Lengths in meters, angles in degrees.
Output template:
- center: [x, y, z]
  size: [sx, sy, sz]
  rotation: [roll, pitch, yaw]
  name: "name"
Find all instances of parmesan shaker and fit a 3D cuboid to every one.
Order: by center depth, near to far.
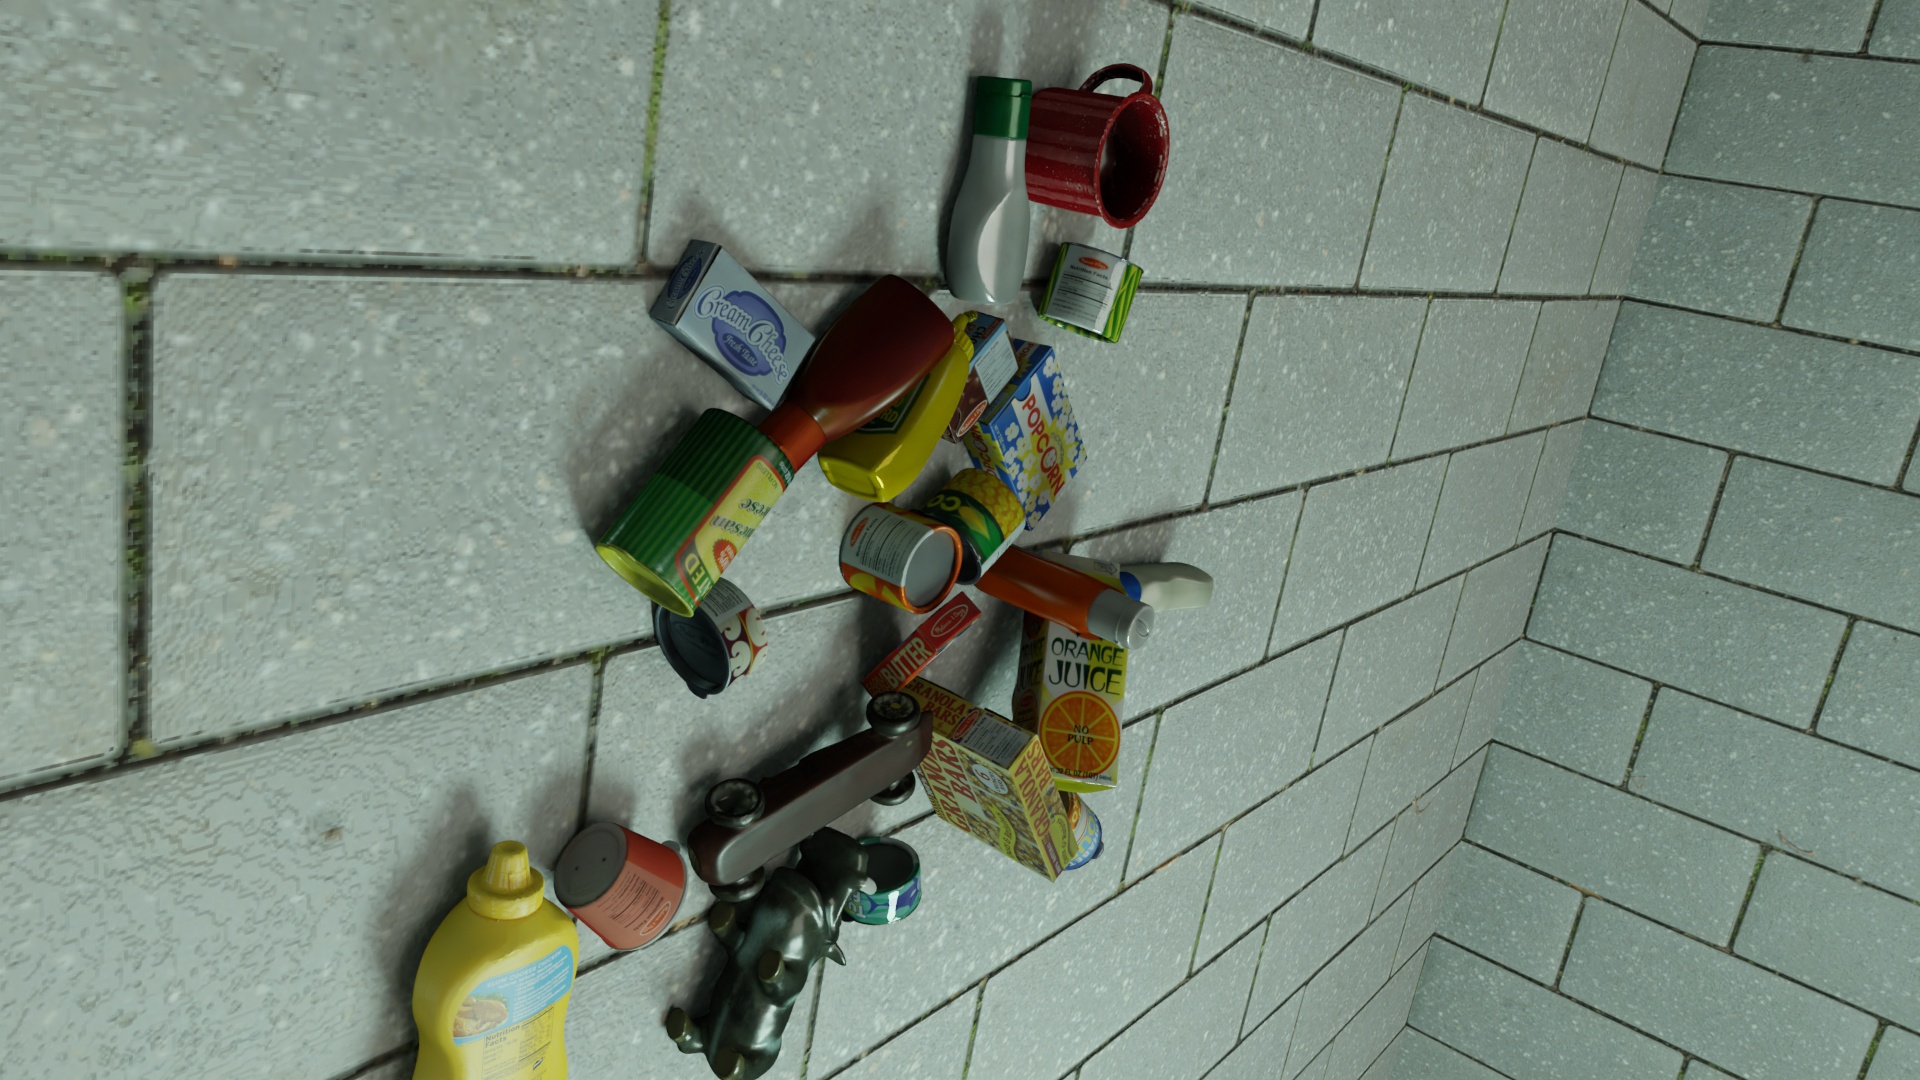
- center: [-0.150, -0.018, 0.789]
  size: [0.103, 0.071, 0.071]
  rotation: [-55, 144, -19]
  name: "parmesan shaker"

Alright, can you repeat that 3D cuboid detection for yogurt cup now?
- center: [-0.206, 0.205, 0.835]
  size: [0.072, 0.072, 0.053]
  rotation: [-56, 136, -18]
  name: "yogurt cup"

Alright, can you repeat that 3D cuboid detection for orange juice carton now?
- center: [0.090, 0.105, 1.137]
  size: [0.072, 0.073, 0.193]
  rotation: [11, 74, -14]
  name: "orange juice carton"

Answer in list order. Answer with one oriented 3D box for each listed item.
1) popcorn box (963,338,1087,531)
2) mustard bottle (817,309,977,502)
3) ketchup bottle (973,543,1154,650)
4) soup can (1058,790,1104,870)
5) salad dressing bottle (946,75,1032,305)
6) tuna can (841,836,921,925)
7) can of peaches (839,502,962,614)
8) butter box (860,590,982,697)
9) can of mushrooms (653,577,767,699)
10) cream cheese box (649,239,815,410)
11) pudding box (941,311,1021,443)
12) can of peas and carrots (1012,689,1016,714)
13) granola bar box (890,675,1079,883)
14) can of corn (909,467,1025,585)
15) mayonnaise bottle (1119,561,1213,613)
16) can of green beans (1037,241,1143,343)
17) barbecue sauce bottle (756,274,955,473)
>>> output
- center: [0.048, -0.079, 1.060]
  size: [0.085, 0.038, 0.126]
  rotation: [-51, 143, -23]
  name: "popcorn box"
- center: [-0.032, -0.099, 0.919]
  size: [0.161, 0.065, 0.048]
  rotation: [-59, 150, -26]
  name: "mustard bottle"
- center: [0.077, 0.042, 1.066]
  size: [0.043, 0.149, 0.064]
  rotation: [-60, 145, -10]
  name: "ketchup bottle"
- center: [0.088, 0.257, 1.265]
  size: [0.071, 0.071, 0.083]
  rotation: [-58, 145, -16]
  name: "soup can"
- center: [0.023, -0.236, 0.937]
  size: [0.064, 0.044, 0.147]
  rotation: [-17, 119, -49]
  name: "salad dressing bottle"
- center: [-0.065, 0.260, 1.059]
  size: [0.071, 0.071, 0.032]
  rotation: [-31, 130, -43]
  name: "tuna can"
- center: [-0.039, 0.013, 0.969]
  size: [0.071, 0.058, 0.071]
  rotation: [-30, 130, -43]
  name: "can of peaches"
- center: [-0.029, 0.079, 0.998]
  size: [0.053, 0.024, 0.103]
  rotation: [-37, 175, -39]
  name: "butter box"
- center: [-0.149, 0.058, 0.832]
  size: [0.033, 0.071, 0.070]
  rotation: [-33, 132, -43]
  name: "can of mushrooms"
- center: [-0.129, -0.123, 0.801]
  size: [0.053, 0.024, 0.103]
  rotation: [-63, 146, -10]
  name: "cream cheese box"
- center: [0.004, -0.116, 0.986]
  size: [0.084, 0.030, 0.049]
  rotation: [-52, 144, -23]
  name: "pudding box"
- center: [0.086, 0.144, 1.214]
  size: [0.071, 0.059, 0.070]
  rotation: [-30, 131, -42]
  name: "can of peas and carrots"
- center: [0.019, 0.185, 1.082]
  size: [0.039, 0.124, 0.164]
  rotation: [-49, 142, -26]
  name: "granola bar box"
- center: [0.004, -0.013, 1.011]
  size: [0.058, 0.071, 0.070]
  rotation: [-46, 140, -31]
  name: "can of corn"
- center: [0.172, 0.045, 1.281]
  size: [0.148, 0.065, 0.041]
  rotation: [-4, 108, -50]
  name: "mayonnaise bottle"
- center: [0.098, -0.186, 1.047]
  size: [0.071, 0.071, 0.057]
  rotation: [14, 97, -56]
  name: "can of green beans"
- center: [-0.072, -0.098, 0.864]
  size: [0.149, 0.065, 0.043]
  rotation: [-47, 174, -20]
  name: "barbecue sauce bottle"
